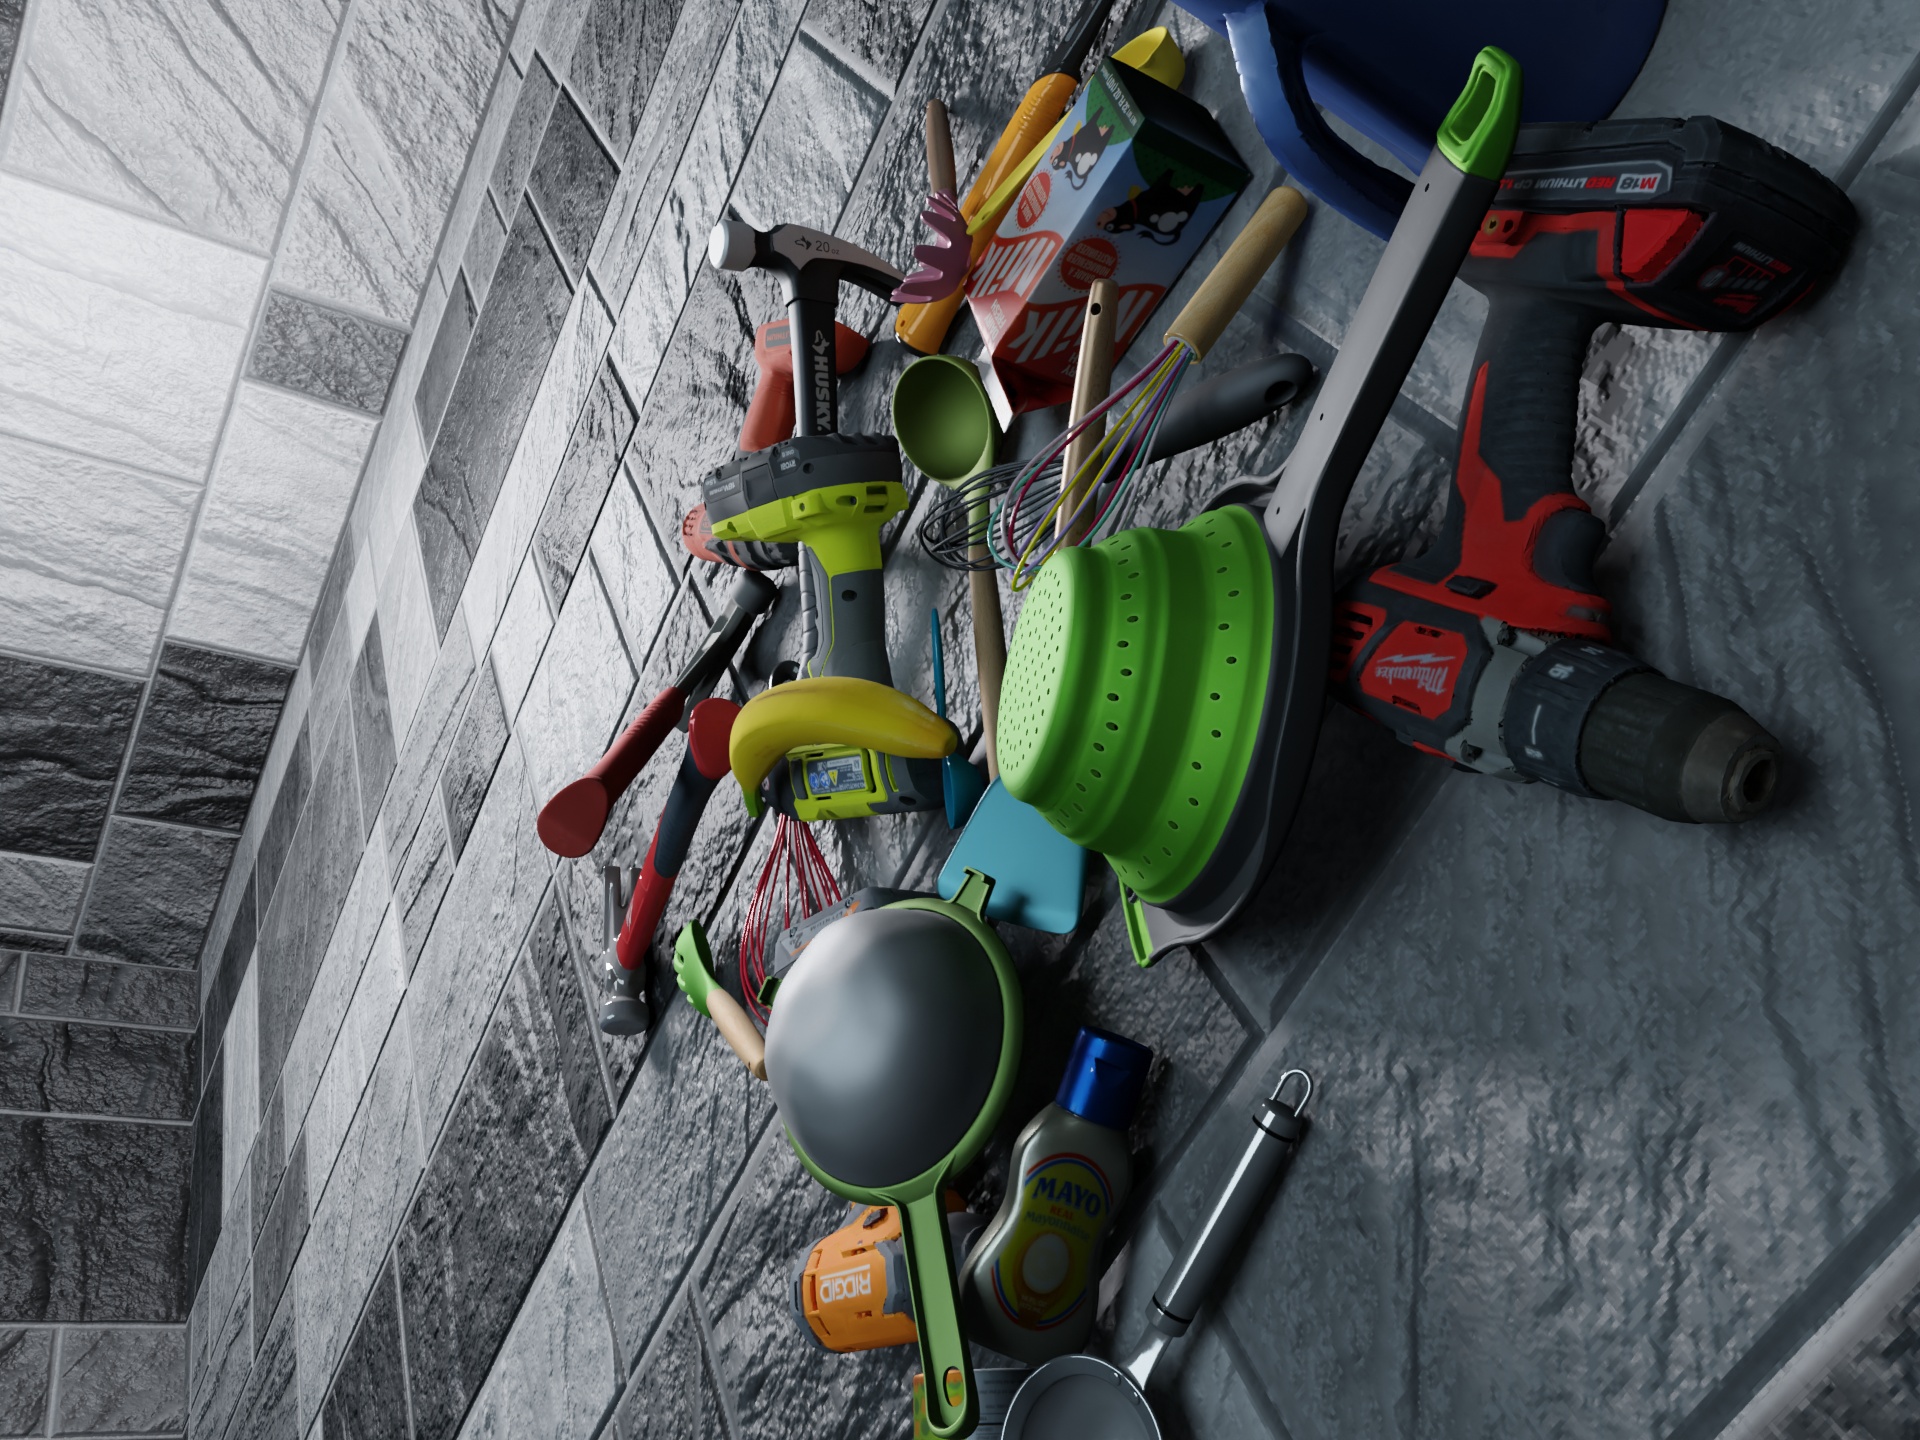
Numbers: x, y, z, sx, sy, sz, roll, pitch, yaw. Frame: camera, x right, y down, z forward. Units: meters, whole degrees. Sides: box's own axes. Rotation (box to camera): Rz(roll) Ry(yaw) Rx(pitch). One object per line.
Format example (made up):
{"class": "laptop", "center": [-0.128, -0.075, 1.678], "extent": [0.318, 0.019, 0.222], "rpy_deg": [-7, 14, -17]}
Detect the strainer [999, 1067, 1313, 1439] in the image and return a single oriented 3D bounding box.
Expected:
{"class": "strainer", "center": [0.087, 0.258, 0.672], "extent": [0.087, 0.050, 0.258], "rpy_deg": [35, 103, 43]}

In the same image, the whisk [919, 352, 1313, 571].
{"class": "whisk", "center": [0.074, -0.129, 0.809], "extent": [0.239, 0.055, 0.055], "rpy_deg": [-21, 60, 37]}

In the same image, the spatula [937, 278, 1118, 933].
{"class": "spatula", "center": [0.048, -0.056, 0.786], "extent": [0.082, 0.044, 0.317], "rpy_deg": [13, 104, 29]}

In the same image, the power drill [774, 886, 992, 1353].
{"class": "power drill", "center": [-0.030, 0.208, 0.842], "extent": [0.164, 0.084, 0.227], "rpy_deg": [-32, 56, 46]}

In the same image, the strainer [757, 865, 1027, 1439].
{"class": "strainer", "center": [-0.038, 0.191, 0.727], "extent": [0.151, 0.069, 0.257], "rpy_deg": [-31, 50, 23]}

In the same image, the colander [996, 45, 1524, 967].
{"class": "colander", "center": [0.096, -0.075, 0.638], "extent": [0.205, 0.094, 0.396], "rpy_deg": [-94, 19, -53]}

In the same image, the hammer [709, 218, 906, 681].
{"class": "hammer", "center": [-0.090, -0.163, 1.067], "extent": [0.035, 0.146, 0.335], "rpy_deg": [-12, 80, 58]}

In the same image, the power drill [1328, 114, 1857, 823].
{"class": "power drill", "center": [0.224, -0.083, 0.554], "extent": [0.188, 0.080, 0.226], "rpy_deg": [32, 109, 58]}

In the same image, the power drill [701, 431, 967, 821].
{"class": "power drill", "center": [-0.085, -0.051, 0.966], "extent": [0.171, 0.080, 0.223], "rpy_deg": [-9, 91, 47]}

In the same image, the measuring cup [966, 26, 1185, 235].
{"class": "measuring cup", "center": [0.065, -0.321, 0.890], "extent": [0.156, 0.029, 0.062], "rpy_deg": [-46, 27, 2]}

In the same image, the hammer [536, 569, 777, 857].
{"class": "hammer", "center": [-0.210, 0.007, 1.077], "extent": [0.149, 0.036, 0.359], "rpy_deg": [-54, 7, 22]}

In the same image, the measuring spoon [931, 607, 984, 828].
{"class": "measuring spoon", "center": [-0.001, -0.003, 0.892], "extent": [0.042, 0.021, 0.129], "rpy_deg": [109, 157, -73]}

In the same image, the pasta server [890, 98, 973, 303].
{"class": "pasta server", "center": [-0.018, -0.341, 1.006], "extent": [0.317, 0.040, 0.060], "rpy_deg": [-94, 23, -52]}

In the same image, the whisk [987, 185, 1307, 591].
{"class": "whisk", "center": [0.091, -0.158, 0.750], "extent": [0.051, 0.047, 0.245], "rpy_deg": [25, 73, 38]}

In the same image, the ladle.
{"class": "ladle", "center": [0.003, -0.078, 0.904], "extent": [0.078, 0.062, 0.320], "rpy_deg": [-42, 43, 44]}

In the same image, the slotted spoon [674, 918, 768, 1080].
{"class": "slotted spoon", "center": [-0.151, 0.181, 1.008], "extent": [0.314, 0.031, 0.070], "rpy_deg": [-171, 69, -73]}

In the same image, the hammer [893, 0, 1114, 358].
{"class": "hammer", "center": [0.050, -0.368, 0.981], "extent": [0.336, 0.034, 0.127], "rpy_deg": [-57, 35, 28]}

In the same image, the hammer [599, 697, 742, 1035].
{"class": "hammer", "center": [-0.211, 0.086, 1.131], "extent": [0.386, 0.038, 0.143], "rpy_deg": [121, 148, -51]}

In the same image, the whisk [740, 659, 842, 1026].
{"class": "whisk", "center": [-0.109, 0.075, 1.041], "extent": [0.073, 0.073, 0.296], "rpy_deg": [-47, 37, 39]}
